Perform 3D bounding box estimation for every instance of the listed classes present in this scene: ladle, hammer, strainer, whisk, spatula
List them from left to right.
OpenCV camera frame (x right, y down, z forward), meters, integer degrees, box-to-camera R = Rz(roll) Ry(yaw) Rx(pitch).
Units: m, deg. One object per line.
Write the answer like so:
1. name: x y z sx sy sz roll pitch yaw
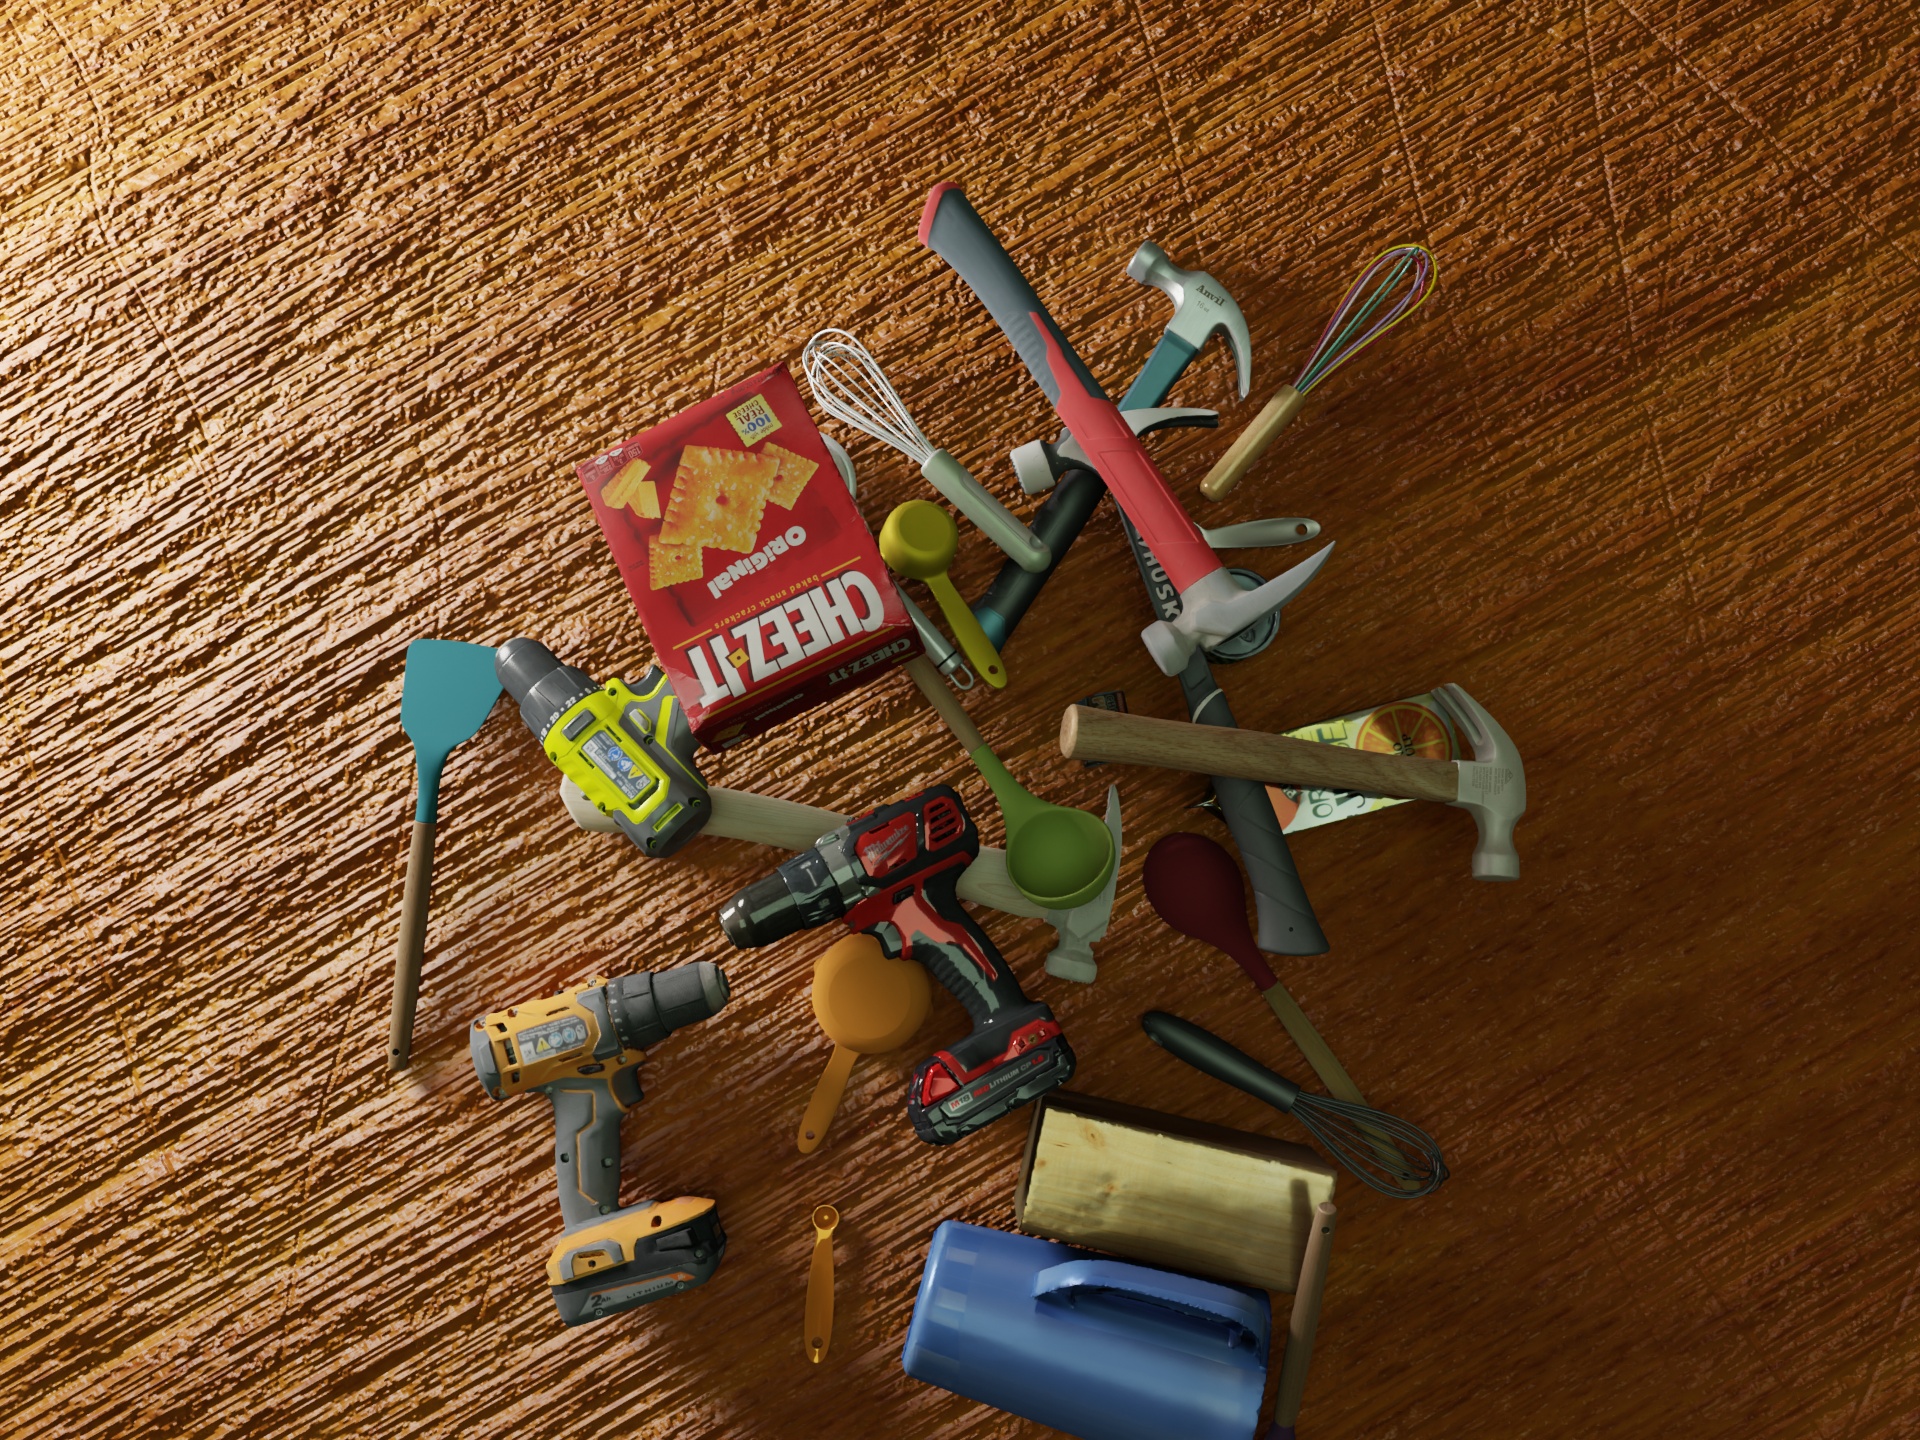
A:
1. spatula: -0.392 0.099 1.175 0.082 0.044 0.317 8 92 0
2. hammer: -0.087 0.077 1.168 0.410 0.038 0.146 13 86 1
3. strainer: -0.076 -0.122 1.177 0.087 0.050 0.258 -41 91 11
4. whisk: -0.025 -0.195 1.161 0.246 0.058 0.059 44 127 8
5. ladle: -0.002 -0.004 1.125 0.078 0.062 0.320 -35 85 -11
6. hammer: 0.099 -0.188 1.182 0.128 0.033 0.331 34 88 3
7. hammer: 0.099 -0.227 1.108 0.143 0.038 0.386 -32 79 2
8. hammer: 0.170 -0.030 1.108 0.149 0.036 0.409 -20 80 6
9. ladle: 0.240 0.216 1.166 0.069 0.031 0.315 -36 89 0
10. whisk: 0.238 0.272 1.144 0.239 0.055 0.055 28 88 13
11. spatula: 0.230 0.464 1.099 0.060 0.018 0.315 4 112 1
12. hammer: 0.227 0.025 1.063 0.331 0.031 0.130 8 78 -14
13. whisk: 0.266 -0.258 1.181 0.047 0.051 0.245 41 91 -4

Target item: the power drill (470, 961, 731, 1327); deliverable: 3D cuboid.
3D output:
1. power drill: -0.233 0.292 1.139 0.185 0.084 0.226 -18 83 -2

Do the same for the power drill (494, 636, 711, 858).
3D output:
1. power drill: -0.202 -0.041 1.139 0.228 0.080 0.190 -44 80 -8

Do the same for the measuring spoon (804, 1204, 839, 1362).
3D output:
1. measuring spoon: -0.102 0.412 1.166 0.021 0.011 0.117 4 91 -1

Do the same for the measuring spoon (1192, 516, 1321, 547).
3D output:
1. measuring spoon: 0.208 -0.137 1.191 0.124 0.018 0.034 -6 87 -7

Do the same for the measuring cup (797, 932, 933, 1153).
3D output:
1. measuring cup: -0.081 0.236 1.150 0.095 0.052 0.173 23 86 1

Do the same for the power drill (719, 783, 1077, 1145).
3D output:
1. power drill: -0.042 0.176 1.092 0.188 0.080 0.227 -25 82 -13

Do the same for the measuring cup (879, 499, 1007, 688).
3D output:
1. measuring cup: -0.005 -0.093 1.145 0.062 0.029 0.157 -23 73 -22
